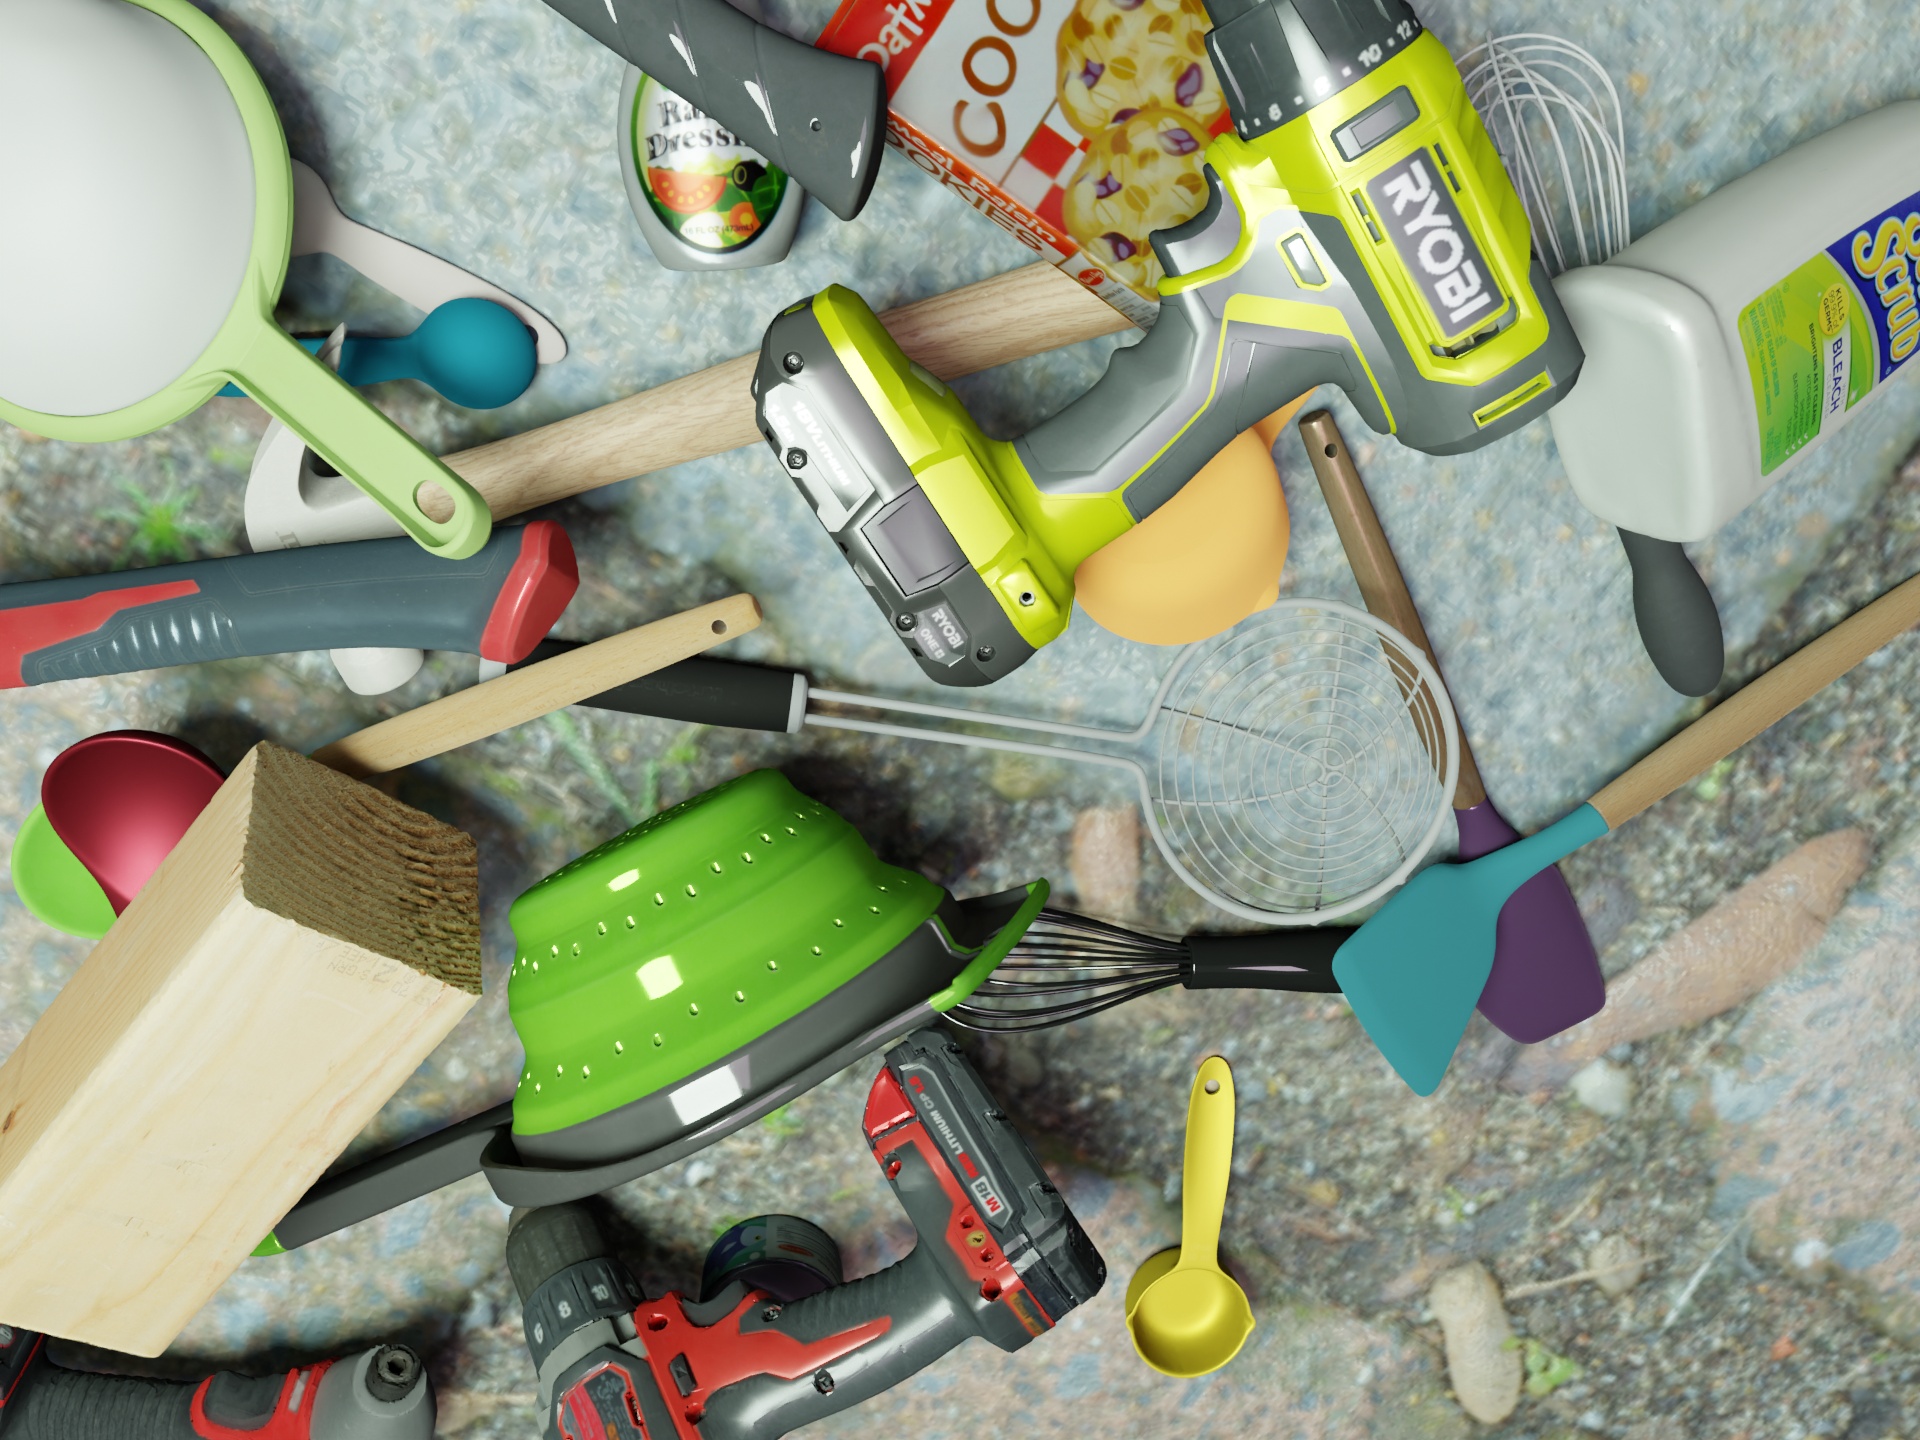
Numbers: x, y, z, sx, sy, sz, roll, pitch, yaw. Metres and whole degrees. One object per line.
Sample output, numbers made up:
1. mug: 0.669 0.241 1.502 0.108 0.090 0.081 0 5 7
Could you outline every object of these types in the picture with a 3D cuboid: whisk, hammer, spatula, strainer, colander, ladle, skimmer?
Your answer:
1. whisk: 0.099 0.105 0.677 0.239 0.055 0.055 0 111 -9
2. hammer: -0.196 -0.280 0.476 0.409 0.036 0.149 34 107 -6
3. spatula: 0.291 0.030 0.656 0.317 0.044 0.082 -36 109 2
4. strainer: -0.253 -0.133 0.488 0.256 0.069 0.151 39 100 10
5. colander: -0.162 0.113 0.610 0.397 0.204 0.094 -26 94 23
6. hammer: -0.322 -0.043 0.534 0.386 0.038 0.143 -7 82 4
7. whisk: 0.244 -0.124 0.603 0.070 0.070 0.284 -28 116 5
8. hammer: -0.092 -0.113 0.572 0.331 0.031 0.129 -19 132 -2
9. ladle: -0.321 0.131 0.634 0.069 0.031 0.315 9 120 -12
10. spatula: 0.203 0.014 0.667 0.060 0.018 0.315 -26 112 4
11. skimmer: -0.001 -0.002 0.603 0.363 0.090 0.127 8 84 -6

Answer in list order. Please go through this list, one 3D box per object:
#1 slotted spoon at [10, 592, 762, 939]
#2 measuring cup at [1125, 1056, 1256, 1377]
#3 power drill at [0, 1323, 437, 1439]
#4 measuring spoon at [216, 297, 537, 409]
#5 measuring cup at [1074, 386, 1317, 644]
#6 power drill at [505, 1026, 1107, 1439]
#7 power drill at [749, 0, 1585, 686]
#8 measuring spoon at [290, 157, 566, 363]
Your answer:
1. slotted spoon: -0.218 0.012 0.602 0.314 0.031 0.070 -20 114 10
2. measuring cup: 0.109 0.227 0.739 0.062 0.029 0.156 3 98 -7
3. power drill: -0.335 0.287 0.674 0.219 0.079 0.143 22 125 -16
4. measuring spoon: -0.217 -0.124 0.569 0.128 0.021 0.042 -5 129 -1
5. measuring cup: 0.099 -0.109 0.578 0.095 0.052 0.173 38 91 22
6. power drill: -0.076 0.225 0.656 0.226 0.188 0.080 -34 139 -7
7. power drill: 0.052 -0.132 0.491 0.228 0.080 0.190 -31 108 10
8. measuring spoon: -0.198 -0.159 0.564 0.124 0.018 0.034 26 106 -15
